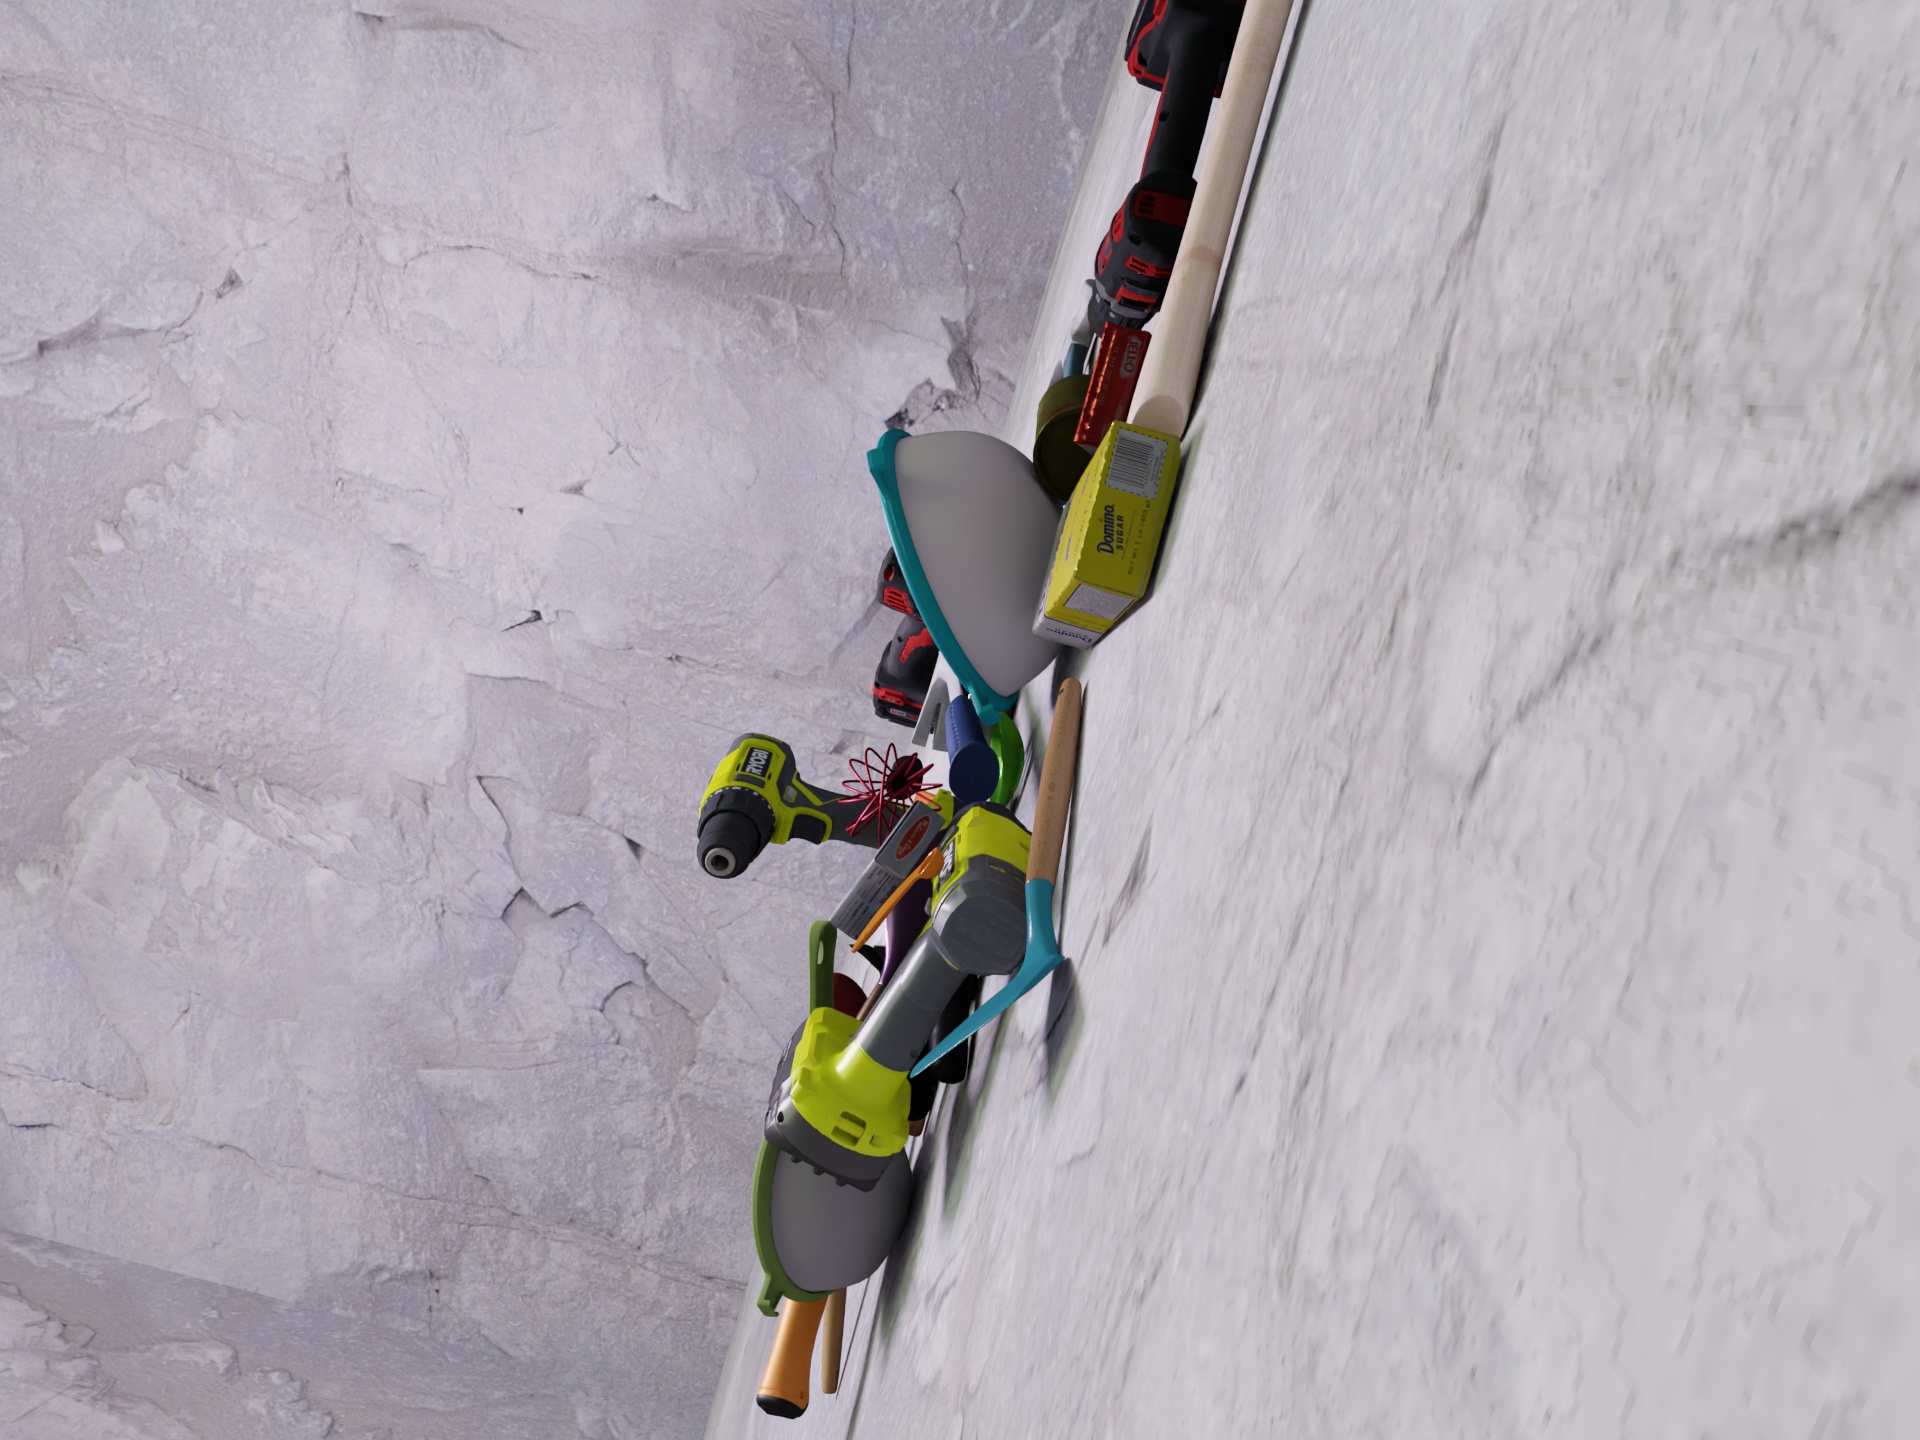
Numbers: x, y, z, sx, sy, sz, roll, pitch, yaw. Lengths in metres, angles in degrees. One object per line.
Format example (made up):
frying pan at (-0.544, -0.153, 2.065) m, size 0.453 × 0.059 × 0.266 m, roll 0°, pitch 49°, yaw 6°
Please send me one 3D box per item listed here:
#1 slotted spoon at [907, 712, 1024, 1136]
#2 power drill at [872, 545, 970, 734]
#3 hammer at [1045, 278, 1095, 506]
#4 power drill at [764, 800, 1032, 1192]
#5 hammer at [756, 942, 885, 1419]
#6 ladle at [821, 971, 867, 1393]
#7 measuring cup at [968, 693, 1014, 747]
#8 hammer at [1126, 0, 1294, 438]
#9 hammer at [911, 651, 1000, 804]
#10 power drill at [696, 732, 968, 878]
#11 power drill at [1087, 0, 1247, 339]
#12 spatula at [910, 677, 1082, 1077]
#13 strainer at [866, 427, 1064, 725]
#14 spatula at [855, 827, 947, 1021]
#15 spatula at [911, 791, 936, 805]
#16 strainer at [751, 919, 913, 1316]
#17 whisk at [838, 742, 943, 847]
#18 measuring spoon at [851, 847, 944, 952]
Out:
slotted spoon at (0.003, 0.146, 1.158) m, size 0.070 × 0.031 × 0.314 m, roll 134°, pitch 150°, yaw -82°
power drill at (-0.013, -0.074, 1.527) m, size 0.219 × 0.143 × 0.079 m, roll 100°, pitch -173°, yaw -57°
hammer at (0.103, -0.297, 1.499) m, size 0.331 × 0.033 × 0.128 m, roll -79°, pitch 8°, yaw -53°
power drill at (-0.027, 0.157, 0.969) m, size 0.223 × 0.080 × 0.171 m, roll -57°, pitch 9°, yaw 16°
hammer at (-0.088, 0.330, 1.161) m, size 0.127 × 0.034 × 0.337 m, roll 67°, pitch -149°, yaw -48°
ladle at (-0.093, 0.355, 1.234) m, size 0.069 × 0.031 × 0.315 m, roll 20°, pitch -110°, yaw -60°
measuring cup at (0.026, 0.003, 1.341) m, size 0.168 × 0.038 × 0.083 m, roll -95°, pitch 22°, yaw -74°
hammer at (0.161, -0.356, 0.907) m, size 0.146 × 0.038 × 0.410 m, roll 159°, pitch 127°, yaw -87°
hammer at (-0.002, -0.004, 1.239) m, size 0.406 × 0.035 × 0.144 m, roll -102°, pitch 26°, yaw -77°
power drill at (-0.097, 0.093, 1.269) m, size 0.191 × 0.228 × 0.080 m, roll -84°, pitch 11°, yaw -69°
power drill at (0.137, -0.378, 1.079) m, size 0.188 × 0.080 × 0.227 m, roll 127°, pitch 156°, yaw -80°
spatula at (0.038, 0.066, 0.856) m, size 0.082 × 0.044 × 0.318 m, roll -43°, pitch 20°, yaw 33°
strainer at (0.041, -0.136, 1.160) m, size 0.211 × 0.095 × 0.340 m, roll 66°, pitch -163°, yaw -10°
spatula at (-0.069, 0.217, 1.161) m, size 0.316 × 0.060 × 0.018 m, roll -61°, pitch -14°, yaw -18°
spatula at (-0.018, 0.090, 1.561) m, size 0.322 × 0.041 × 0.081 m, roll 128°, pitch 159°, yaw -77°
strainer at (-0.073, 0.265, 1.076) m, size 0.151 × 0.069 × 0.256 m, roll 3°, pitch -94°, yaw -62°
whisk at (-0.044, 0.047, 1.156) m, size 0.296 × 0.073 × 0.073 m, roll -50°, pitch -23°, yaw -88°
measuring spoon at (-0.037, 0.109, 0.935) m, size 0.117 × 0.011 × 0.021 m, roll -51°, pitch 7°, yaw 44°
